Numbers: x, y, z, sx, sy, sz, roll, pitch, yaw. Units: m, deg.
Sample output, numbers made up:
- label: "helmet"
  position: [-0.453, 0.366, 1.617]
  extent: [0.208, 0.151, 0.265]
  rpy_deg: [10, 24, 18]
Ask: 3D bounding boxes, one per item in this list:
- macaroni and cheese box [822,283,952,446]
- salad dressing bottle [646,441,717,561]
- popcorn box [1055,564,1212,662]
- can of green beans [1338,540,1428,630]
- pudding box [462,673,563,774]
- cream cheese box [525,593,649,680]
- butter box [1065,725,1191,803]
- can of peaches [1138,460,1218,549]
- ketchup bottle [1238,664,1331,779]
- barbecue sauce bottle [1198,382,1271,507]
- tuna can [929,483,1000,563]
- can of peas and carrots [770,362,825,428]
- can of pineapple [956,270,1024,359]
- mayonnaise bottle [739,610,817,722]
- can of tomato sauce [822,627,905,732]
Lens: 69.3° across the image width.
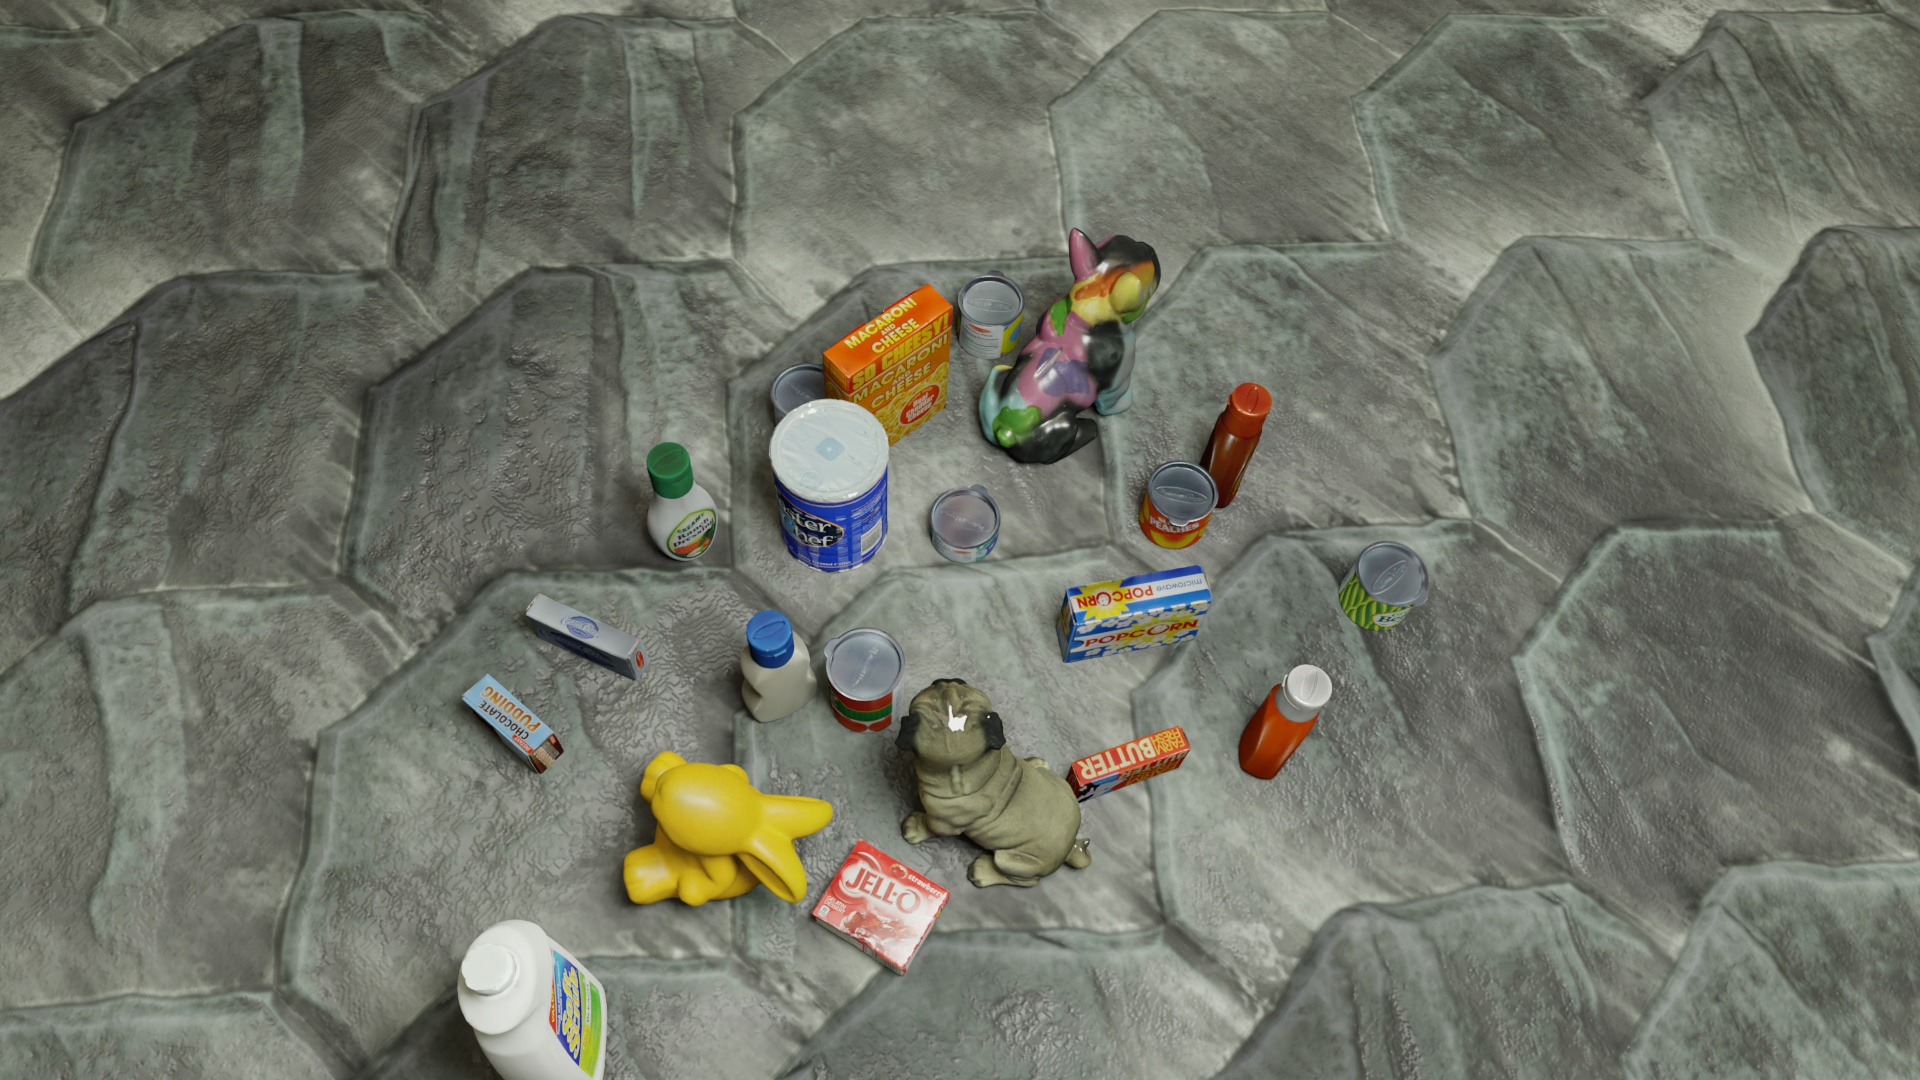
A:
- label: "macaroni and cheese box"
  position: [-0.068, -0.148, 1.291]
  extent: [0.124, 0.165, 0.040]
  rpy_deg: [-37, 70, -20]
- label: "salad dressing bottle"
  position: [-0.250, -0.034, 1.230]
  extent: [0.064, 0.147, 0.044]
  rpy_deg: [-35, 69, -19]
- label: "popcorn box"
  position: [0.153, 0.066, 1.235]
  extent: [0.127, 0.084, 0.038]
  rpy_deg: [-10, 63, -8]
- label: "can of green beans"
  position: [0.388, 0.042, 1.277]
  extent: [0.071, 0.057, 0.071]
  rpy_deg: [1, 62, -3]
- label: "pudding box"
  position: [-0.379, 0.155, 1.176]
  extent: [0.084, 0.049, 0.030]
  rpy_deg: [37, 66, 15]
- label: "cream cheese box"
  position: [-0.325, 0.085, 1.215]
  extent: [0.104, 0.053, 0.024]
  rpy_deg: [23, 63, 9]
- label: "butter box"
  position: [0.142, 0.192, 1.185]
  extent: [0.104, 0.053, 0.024]
  rpy_deg: [-17, 64, -12]
- label: "can of peaches"
  position: [0.203, -0.031, 1.305]
  extent: [0.071, 0.057, 0.071]
  rpy_deg: [1, 62, -3]
- label: "ketchup bottle"
  position: [0.271, 0.148, 1.162]
  extent: [0.043, 0.148, 0.065]
  rpy_deg: [21, 63, 8]
- label: "barbecue sauce bottle"
  position: [0.253, -0.091, 1.289]
  extent: [0.044, 0.147, 0.065]
  rpy_deg: [16, 62, 5]
- label: "tuna can"
  position: [0.005, -0.016, 1.300]
  extent: [0.071, 0.032, 0.071]
  rpy_deg: [1, 62, -3]
- label: "can of peas and carrots"
  position: [-0.146, -0.130, 1.338]
  extent: [0.071, 0.058, 0.071]
  rpy_deg: [1, 62, -3]
- label: "can of pineapple"
  position: [0.030, -0.226, 1.400]
  extent: [0.071, 0.057, 0.071]
  rpy_deg: [1, 62, -3]
- label: "mayonnaise bottle"
  position: [-0.155, 0.104, 1.161]
  extent: [0.065, 0.147, 0.041]
  rpy_deg: [-26, 67, -16]
- label: "can of tomato sauce"
  position: [-0.083, 0.121, 1.193]
  extent: [0.071, 0.082, 0.071]
  rpy_deg: [1, 62, -3]
